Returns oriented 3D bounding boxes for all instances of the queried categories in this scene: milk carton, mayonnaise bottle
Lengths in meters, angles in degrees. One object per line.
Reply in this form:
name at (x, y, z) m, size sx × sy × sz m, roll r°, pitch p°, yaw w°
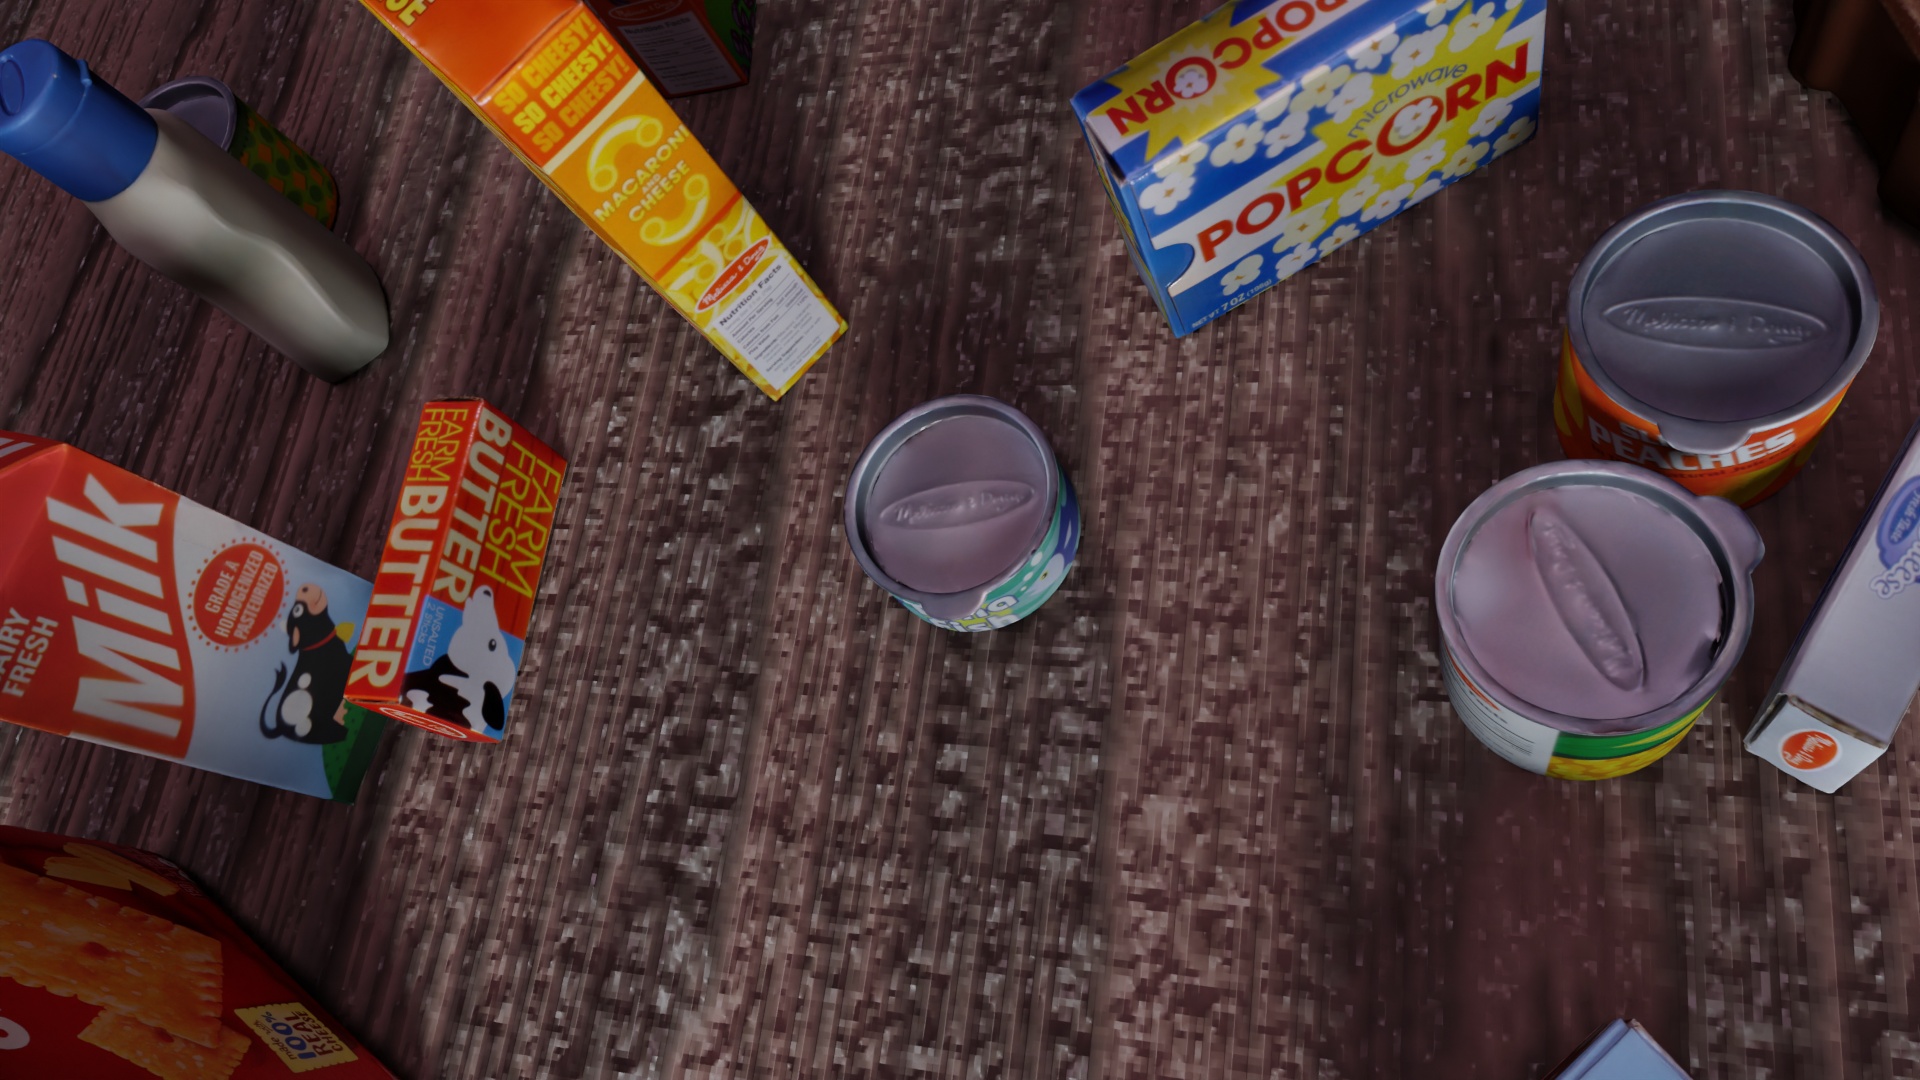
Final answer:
milk carton at (-0.254, 0.020, 0.405) m, size 0.072 × 0.190 × 0.073 m, roll 9°, pitch 73°, yaw 22°
mayonnaise bottle at (-0.266, -0.113, 0.486) m, size 0.041 × 0.147 × 0.065 m, roll -33°, pitch 63°, yaw 5°

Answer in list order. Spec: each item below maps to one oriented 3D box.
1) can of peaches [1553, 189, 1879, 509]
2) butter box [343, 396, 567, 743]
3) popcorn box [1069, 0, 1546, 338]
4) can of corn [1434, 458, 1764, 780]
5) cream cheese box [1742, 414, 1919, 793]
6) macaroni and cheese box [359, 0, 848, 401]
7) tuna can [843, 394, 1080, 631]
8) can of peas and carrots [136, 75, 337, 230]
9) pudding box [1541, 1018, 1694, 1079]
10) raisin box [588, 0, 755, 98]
can of peaches at (0.187, -0.043, 0.354) m, size 0.071 × 0.058 × 0.071 m, roll -7°, pitch 68°, yaw 17°
butter box at (-0.163, 0.010, 0.455) m, size 0.024 × 0.053 × 0.104 m, roll 0°, pitch 70°, yaw 19°
popcorn box at (0.102, -0.122, 0.399) m, size 0.126 × 0.085 × 0.038 m, roll -30°, pitch 63°, yaw 6°
can of corn at (0.154, 0.020, 0.340) m, size 0.071 × 0.058 × 0.071 m, roll -7°, pitch 68°, yaw 17°
cream cheese box at (0.221, 0.006, 0.325) m, size 0.024 × 0.053 × 0.104 m, roll 30°, pitch 81°, yaw 26°
macaroni and cheese box at (-0.115, -0.125, 0.429) m, size 0.040 × 0.166 × 0.124 m, roll -46°, pitch 63°, yaw -2°
tuna can at (0.001, -0.005, 0.416) m, size 0.071 × 0.032 × 0.071 m, roll -7°, pitch 67°, yaw 17°
can of peas and carrots at (-0.297, -0.139, 0.558) m, size 0.071 × 0.058 × 0.071 m, roll -7°, pitch 68°, yaw 17°
pudding box at (0.126, 0.144, 0.305) m, size 0.084 × 0.049 × 0.030 m, roll -44°, pitch 62°, yaw -1°
raisin box at (-0.115, -0.232, 0.496) m, size 0.040 × 0.123 × 0.086 m, roll -5°, pitch 68°, yaw 18°
